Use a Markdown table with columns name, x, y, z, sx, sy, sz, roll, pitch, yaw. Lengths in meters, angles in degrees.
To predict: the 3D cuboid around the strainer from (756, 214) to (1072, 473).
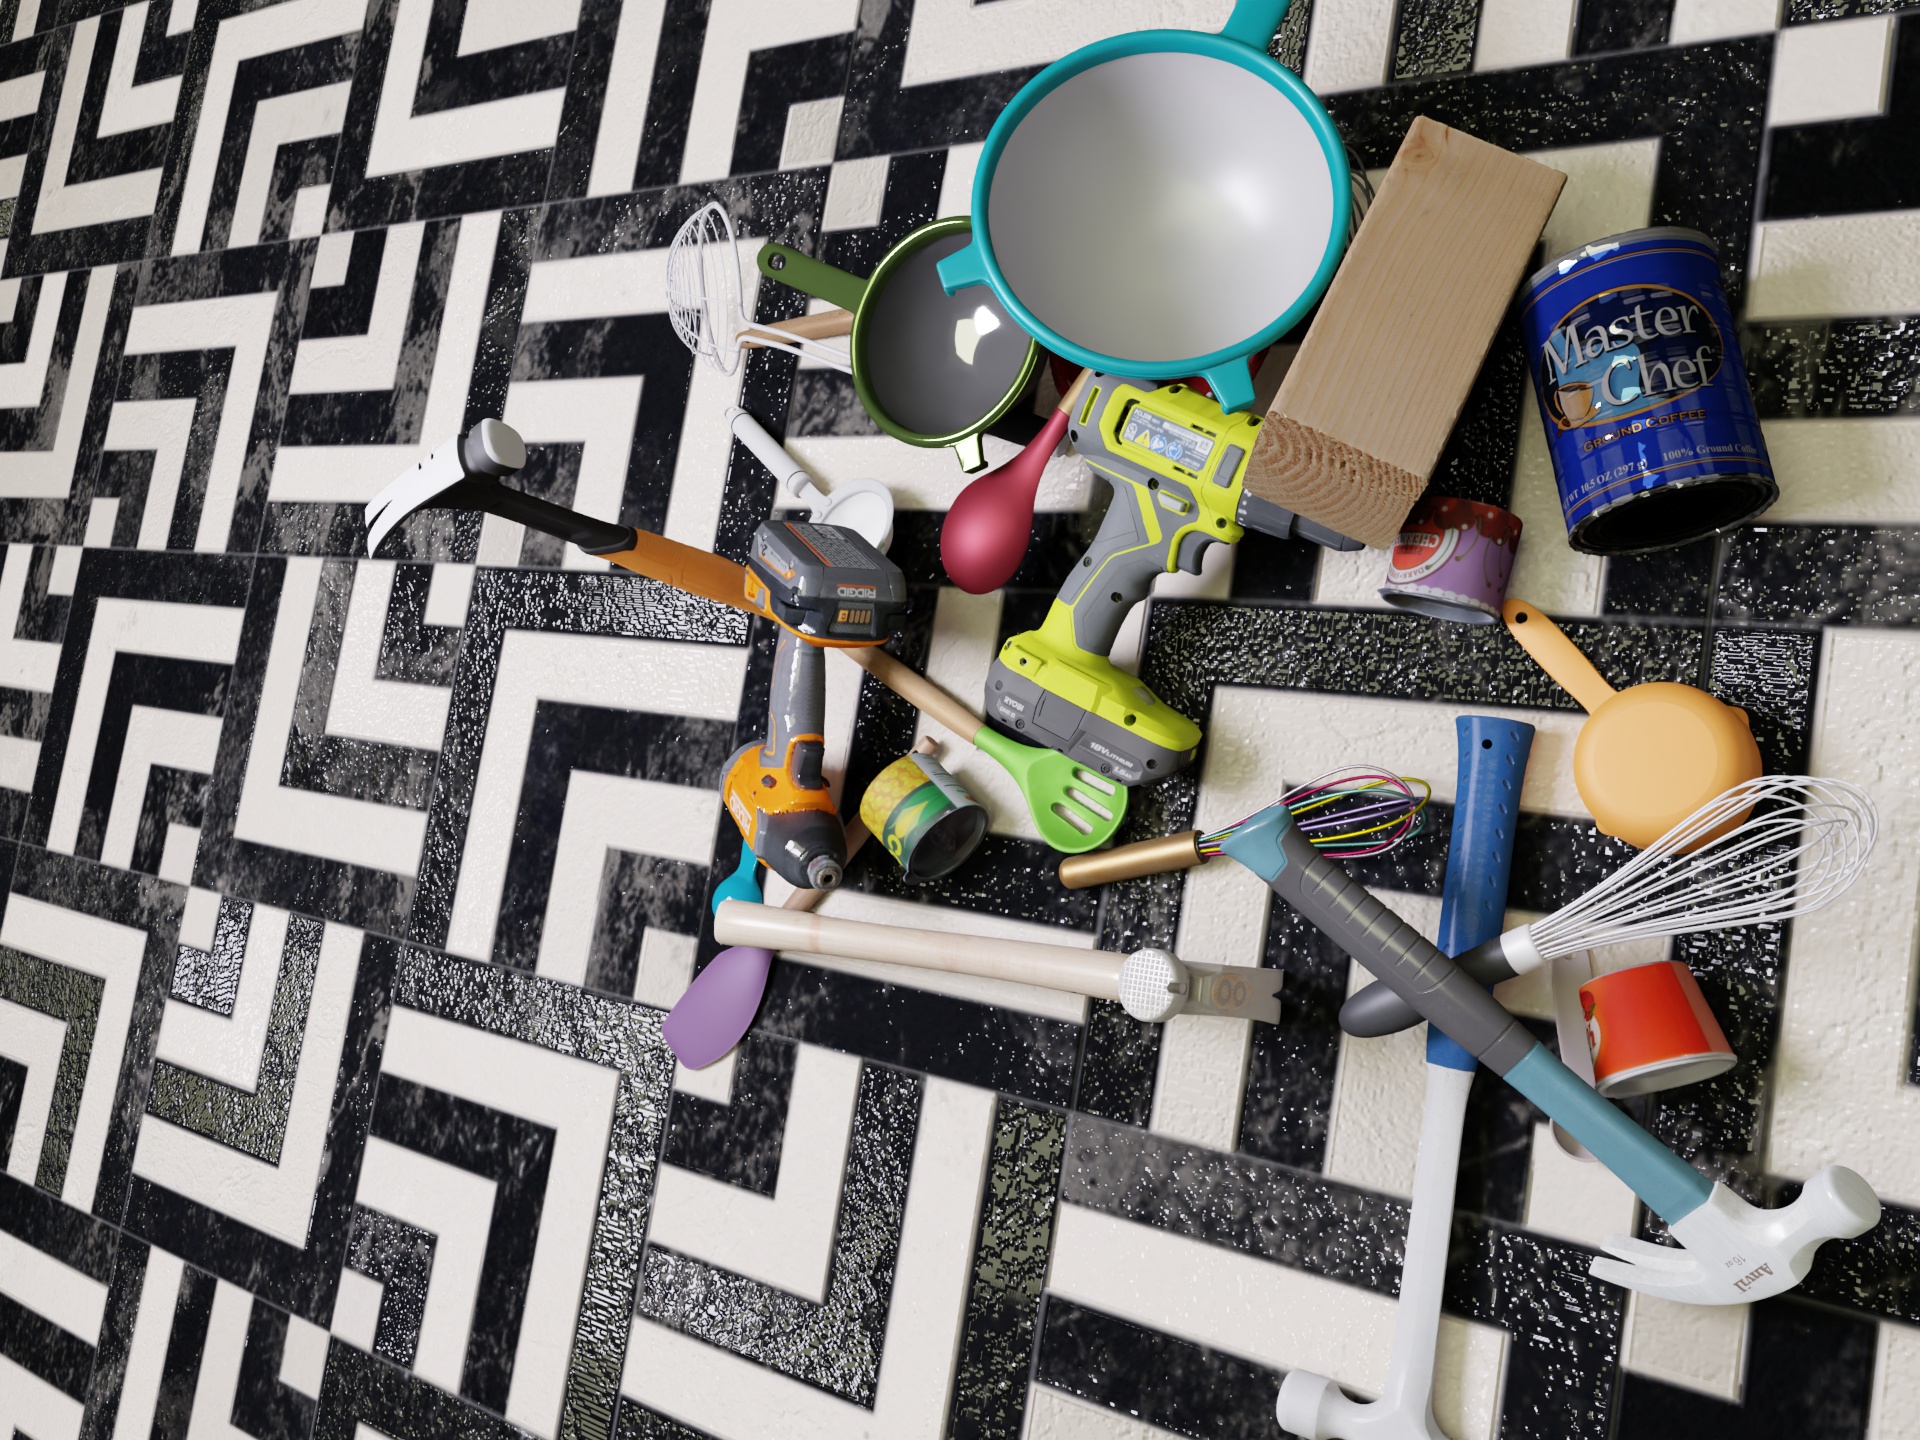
| name | x | y | z | sx | sy | sz | roll | pitch | yaw |
| --- | --- | --- | --- | --- | --- | --- | --- | --- | --- |
| strainer | -0.033 | -0.271 | 1.075 | 0.257 | 0.069 | 0.151 | 31 | 103 | 32 |

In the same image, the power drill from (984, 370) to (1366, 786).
| name | x | y | z | sx | sy | sz | roll | pitch | yaw |
| --- | --- | --- | --- | --- | --- | --- | --- | --- | --- |
| power drill | 0.128 | -0.080 | 0.956 | 0.191 | 0.080 | 0.228 | 28 | 105 | 17 |

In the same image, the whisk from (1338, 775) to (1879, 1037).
| name | x | y | z | sx | sy | sz | roll | pitch | yaw |
| --- | --- | --- | --- | --- | --- | --- | --- | --- | --- |
| whisk | 0.314 | 0.102 | 0.800 | 0.284 | 0.070 | 0.070 | -31 | 65 | 31 |

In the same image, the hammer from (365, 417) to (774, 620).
| name | x | y | z | sx | sy | sz | roll | pitch | yaw |
| --- | --- | --- | --- | --- | --- | --- | --- | --- | --- |
| hammer | -0.224 | -0.111 | 1.061 | 0.127 | 0.336 | 0.034 | -25 | 67 | 29 |

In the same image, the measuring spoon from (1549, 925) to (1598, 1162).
| name | x | y | z | sx | sy | sz | roll | pitch | yaw |
| --- | --- | --- | --- | --- | --- | --- | --- | --- | --- |
| measuring spoon | 0.327 | 0.171 | 0.845 | 0.034 | 0.018 | 0.124 | -2 | 72 | 14 |

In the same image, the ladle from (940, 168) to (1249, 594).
| name | x | y | z | sx | sy | sz | roll | pitch | yaw |
| --- | --- | --- | --- | --- | --- | --- | --- | --- | --- |
| ladle | 0.084 | -0.213 | 1.002 | 0.069 | 0.031 | 0.315 | 44 | 104 | 29 |

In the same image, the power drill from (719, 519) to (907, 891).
| name | x | y | z | sx | sy | sz | roll | pitch | yaw |
| --- | --- | --- | --- | --- | --- | --- | --- | --- | --- |
| power drill | -0.100 | -0.004 | 1.059 | 0.164 | 0.084 | 0.226 | -135 | 52 | -56 |

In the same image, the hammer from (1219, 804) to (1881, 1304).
| name | x | y | z | sx | sy | sz | roll | pitch | yaw |
| --- | --- | --- | --- | --- | --- | --- | --- | --- | --- |
| hammer | 0.267 | 0.157 | 0.788 | 0.331 | 0.033 | 0.128 | 41 | 132 | 16 |

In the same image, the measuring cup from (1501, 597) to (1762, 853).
| name | x | y | z | sx | sy | sz | roll | pitch | yaw |
| --- | --- | --- | --- | --- | --- | --- | --- | --- | --- |
| measuring cup | 0.342 | -0.007 | 0.843 | 0.095 | 0.052 | 0.174 | -45 | 62 | 18 |

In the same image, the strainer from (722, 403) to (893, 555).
| name | x | y | z | sx | sy | sz | roll | pitch | yaw |
| --- | --- | --- | --- | --- | --- | --- | --- | --- | --- |
| strainer | -0.113 | -0.171 | 1.182 | 0.087 | 0.050 | 0.259 | -49 | 53 | 9 |

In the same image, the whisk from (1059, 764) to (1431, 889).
| name | x | y | z | sx | sy | sz | roll | pitch | yaw |
| --- | --- | --- | --- | --- | --- | --- | --- | --- | --- |
| whisk | 0.166 | 0.071 | 0.956 | 0.245 | 0.051 | 0.047 | -16 | 51 | 34 |

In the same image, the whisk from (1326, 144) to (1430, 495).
| name | x | y | z | sx | sy | sz | roll | pitch | yaw |
| --- | --- | --- | --- | --- | --- | --- | --- | --- | --- |
| whisk | 0.245 | -0.241 | 0.959 | 0.055 | 0.055 | 0.239 | -20 | 75 | 29 |

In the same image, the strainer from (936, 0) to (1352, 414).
| name | x | y | z | sx | sy | sz | roll | pitch | yaw |
| --- | --- | --- | --- | --- | --- | --- | --- | --- | --- |
| strainer | 0.144 | -0.338 | 0.934 | 0.211 | 0.095 | 0.340 | 26 | 81 | 11 |

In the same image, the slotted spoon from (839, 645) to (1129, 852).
| name | x | y | z | sx | sy | sz | roll | pitch | yaw |
| --- | --- | --- | --- | --- | --- | --- | --- | --- | --- |
| slotted spoon | -0.002 | -0.003 | 1.084 | 0.314 | 0.031 | 0.070 | 35 | 95 | 35 |

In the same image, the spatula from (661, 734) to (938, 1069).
| name | x | y | z | sx | sy | sz | roll | pitch | yaw |
| --- | --- | --- | --- | --- | --- | --- | --- | --- | --- |
| spatula | -0.114 | 0.132 | 1.136 | 0.060 | 0.018 | 0.316 | 47 | 108 | 26 |

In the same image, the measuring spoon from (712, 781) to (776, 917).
| name | x | y | z | sx | sy | sz | roll | pitch | yaw |
| --- | --- | --- | --- | --- | --- | --- | --- | --- | --- |
| measuring spoon | -0.159 | 0.092 | 1.169 | 0.042 | 0.021 | 0.128 | 11 | 88 | 34 |

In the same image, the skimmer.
| name | x | y | z | sx | sy | sz | roll | pitch | yaw |
| --- | --- | --- | --- | --- | --- | --- | --- | --- | --- |
| skimmer | -0.071 | -0.273 | 1.155 | 0.363 | 0.090 | 0.127 | 24 | 131 | 19 |

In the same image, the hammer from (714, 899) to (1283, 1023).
| name | x | y | z | sx | sy | sz | roll | pitch | yaw |
| --- | --- | --- | --- | --- | --- | --- | --- | --- | --- |
| hammer | 0.000 | 0.148 | 1.008 | 0.411 | 0.146 | 0.038 | 1 | 81 | 40 |

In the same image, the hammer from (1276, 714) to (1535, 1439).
| name | x | y | z | sx | sy | sz | roll | pitch | yaw |
| --- | --- | --- | --- | --- | --- | --- | --- | --- | --- |
| hammer | 0.270 | 0.200 | 0.861 | 0.144 | 0.035 | 0.405 | 6 | 84 | 34 |

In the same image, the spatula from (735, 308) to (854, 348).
| name | x | y | z | sx | sy | sz | roll | pitch | yaw |
| --- | --- | --- | --- | --- | --- | --- | --- | --- | --- |
| spatula | -0.051 | -0.301 | 1.163 | 0.317 | 0.044 | 0.082 | -1 | 106 | 35 |
